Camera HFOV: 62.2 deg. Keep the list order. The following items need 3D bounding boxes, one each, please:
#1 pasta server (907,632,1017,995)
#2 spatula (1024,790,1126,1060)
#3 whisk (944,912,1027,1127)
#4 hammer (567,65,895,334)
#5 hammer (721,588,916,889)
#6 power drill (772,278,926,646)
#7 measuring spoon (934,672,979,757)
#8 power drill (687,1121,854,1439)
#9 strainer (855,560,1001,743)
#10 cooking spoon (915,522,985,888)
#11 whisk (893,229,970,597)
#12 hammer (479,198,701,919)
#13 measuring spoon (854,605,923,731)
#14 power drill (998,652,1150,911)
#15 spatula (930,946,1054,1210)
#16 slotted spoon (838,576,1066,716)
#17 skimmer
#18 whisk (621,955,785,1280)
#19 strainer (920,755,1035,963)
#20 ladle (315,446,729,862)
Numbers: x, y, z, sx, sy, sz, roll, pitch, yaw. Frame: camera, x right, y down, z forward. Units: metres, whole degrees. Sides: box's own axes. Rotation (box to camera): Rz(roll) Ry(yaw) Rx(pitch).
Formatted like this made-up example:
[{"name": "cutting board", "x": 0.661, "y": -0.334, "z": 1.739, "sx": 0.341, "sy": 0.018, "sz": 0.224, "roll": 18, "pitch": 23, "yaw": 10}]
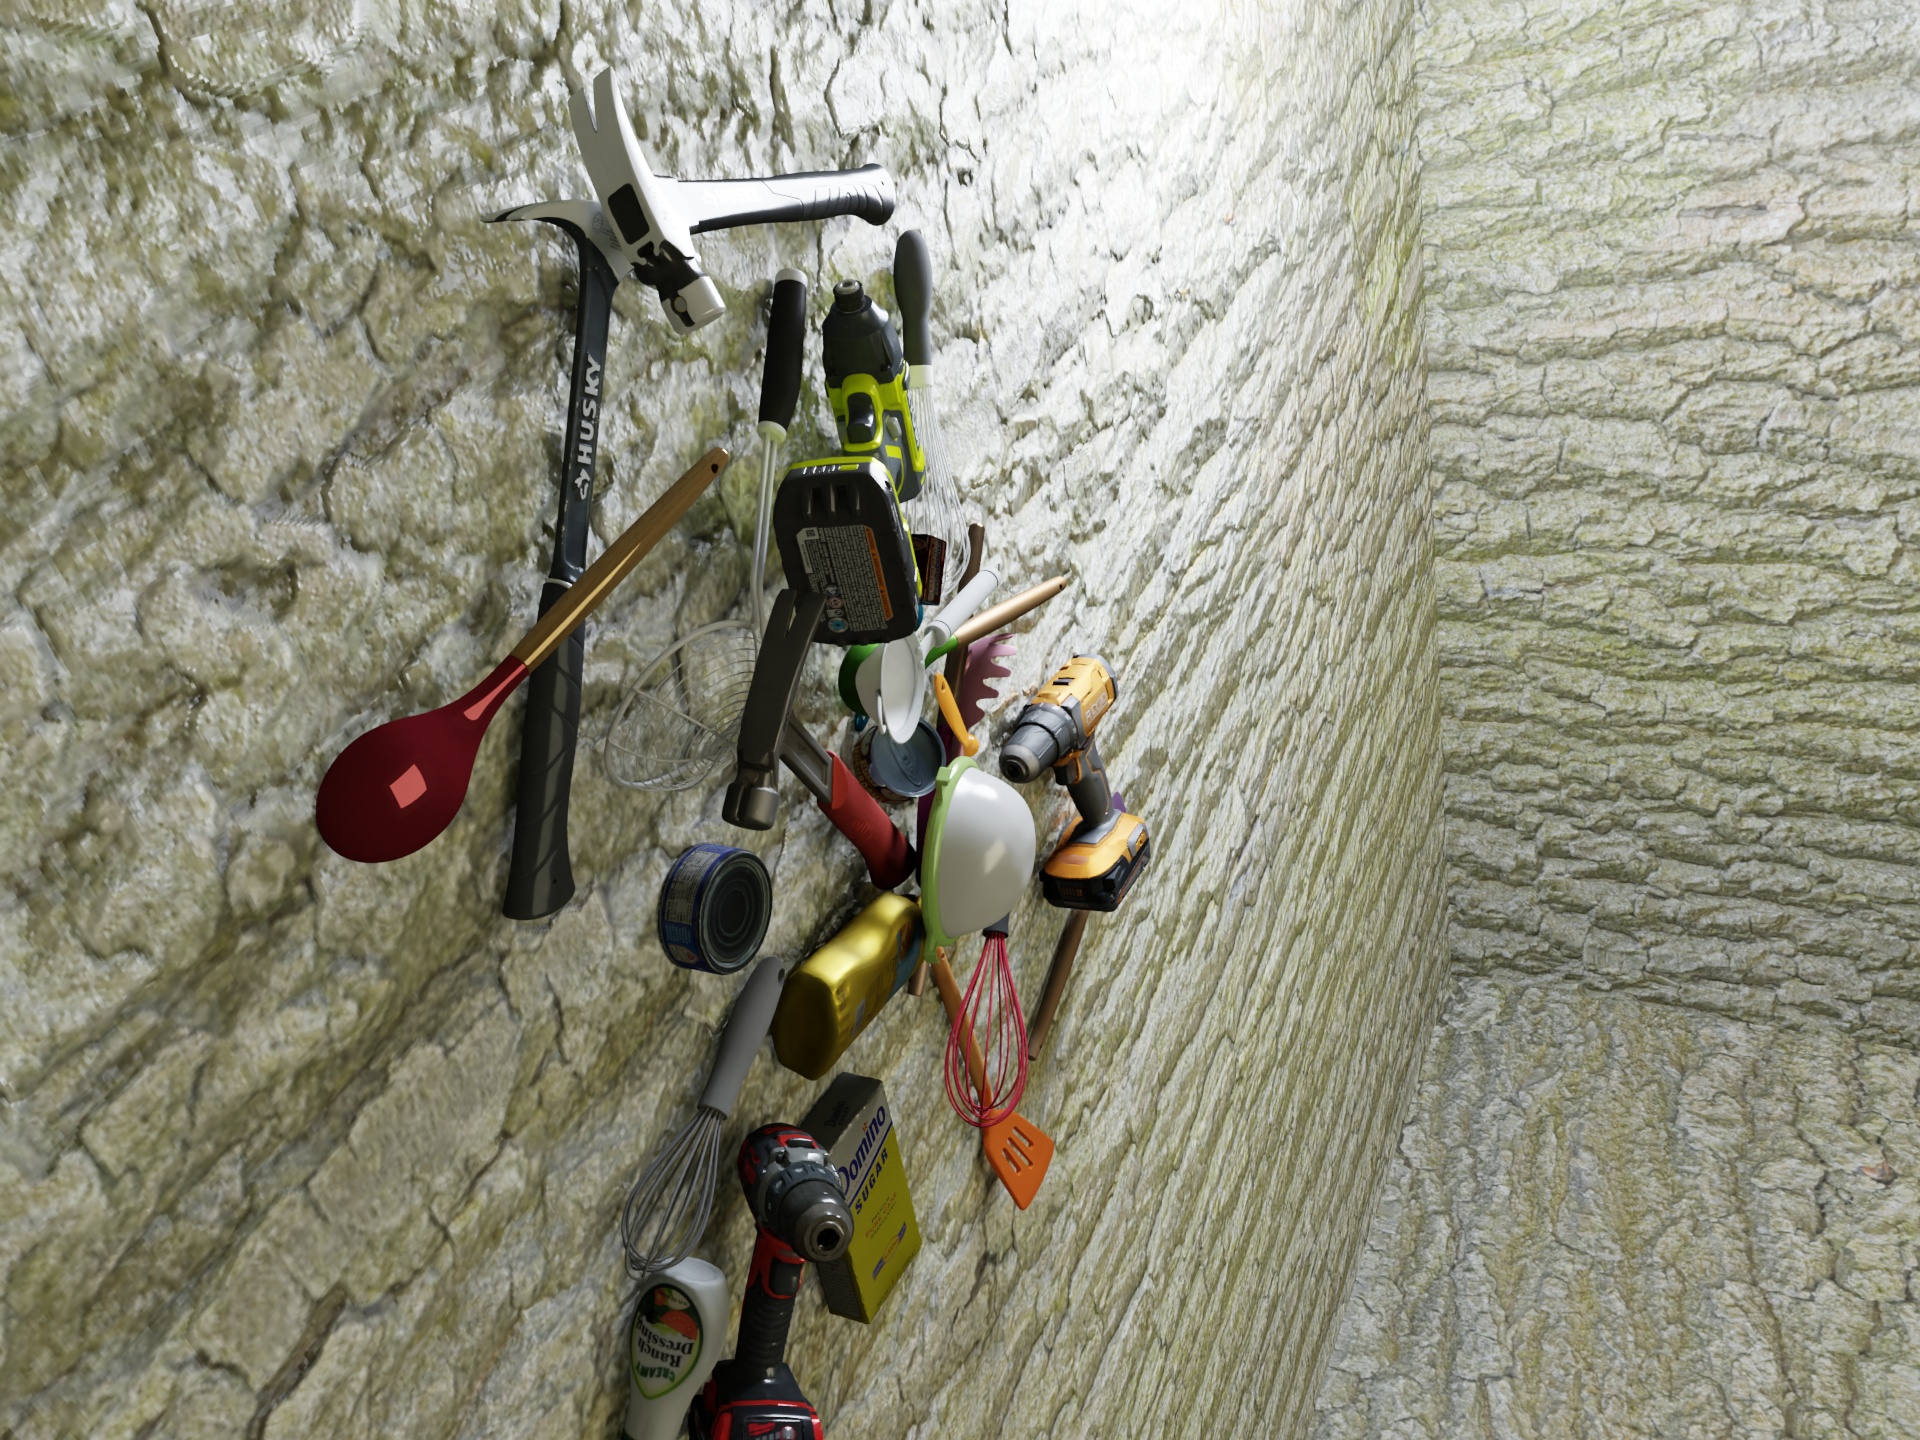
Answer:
[{"name": "pasta server", "x": -0.004, "y": 0.077, "z": 1.349, "sx": 0.060, "sy": 0.040, "sz": 0.316, "roll": 178, "pitch": -77, "yaw": -73}, {"name": "spatula", "x": 0.120, "y": 0.206, "z": 1.632, "sx": 0.316, "sy": 0.018, "sz": 0.059, "roll": -67, "pitch": 147, "yaw": -32}, {"name": "whisk", "x": 0.028, "y": 0.205, "z": 1.381, "sx": 0.073, "sy": 0.073, "sz": 0.296, "roll": 50, "pitch": 39, "yaw": -54}, {"name": "hammer", "x": -0.123, "y": -0.336, "z": 1.010, "sx": 0.146, "sy": 0.035, "sz": 0.335, "roll": 62, "pitch": 29, "yaw": -8}, {"name": "hammer", "x": -0.081, "y": 0.043, "z": 1.103, "sx": 0.358, "sy": 0.037, "sz": 0.149, "roll": 60, "pitch": 41, "yaw": -69}, {"name": "power drill", "x": -0.068, "y": -0.173, "z": 1.067, "sx": 0.171, "sy": 0.080, "sz": 0.223, "roll": 78, "pitch": 10, "yaw": -45}, {"name": "measuring spoon", "x": -0.002, "y": -0.004, "z": 1.280, "sx": 0.116, "sy": 0.011, "sz": 0.021, "roll": 65, "pitch": 33, "yaw": -55}, {"name": "power drill", "x": -0.119, "y": 0.396, "z": 1.060, "sx": 0.188, "sy": 0.080, "sz": 0.227, "roll": -179, "pitch": -82, "yaw": -73}, {"name": "strainer", "x": -0.023, "y": -0.060, "z": 1.193, "sx": 0.258, "sy": 0.050, "sz": 0.086, "roll": -50, "pitch": 139, "yaw": -50}, {"name": "cooking spoon", "x": -0.008, "y": -0.018, "z": 1.309, "sx": 0.068, "sy": 0.017, "sz": 0.319, "roll": 66, "pitch": 31, "yaw": -68}, {"name": "whisk", "x": -0.030, "y": -0.231, "z": 1.223, "sx": 0.070, "sy": 0.070, "sz": 0.284, "roll": -16, "pitch": 105, "yaw": -61}, {"name": "hammer", "x": -0.224, "y": -0.091, "z": 0.900, "sx": 0.149, "sy": 0.036, "sz": 0.409, "roll": 5, "pitch": 91, "yaw": -61}, {"name": "measuring spoon", "x": -0.054, "y": -0.047, "z": 1.245, "sx": 0.042, "sy": 0.021, "sz": 0.129, "roll": 53, "pitch": 49, "yaw": -52}, {"name": "power drill", "x": 0.106, "y": 0.073, "z": 1.517, "sx": 0.185, "sy": 0.084, "sz": 0.226, "roll": -45, "pitch": 129, "yaw": -50}, {"name": "spatula", "x": 0.022, "y": 0.316, "z": 1.444, "sx": 0.081, "sy": 0.041, "sz": 0.322, "roll": -56, "pitch": 141, "yaw": -41}, {"name": "slotted spoon", "x": 0.006, "y": -0.074, "z": 1.296, "sx": 0.314, "sy": 0.031, "sz": 0.070, "roll": -31, "pitch": 123, "yaw": -51}, {"name": "skimmer", "x": -0.156, "y": -0.131, "z": 1.025, "sx": 0.127, "sy": 0.090, "sz": 0.363, "roll": 58, "pitch": 34, "yaw": -67}, {"name": "whisk", "x": -0.168, "y": 0.261, "z": 1.070, "sx": 0.055, "sy": 0.055, "sz": 0.239, "roll": 65, "pitch": 36, "yaw": -45}, {"name": "strainer", "x": 0.036, "y": 0.101, "z": 1.295, "sx": 0.256, "sy": 0.069, "sz": 0.151, "roll": -19, "pitch": 114, "yaw": -72}, {"name": "ladle", "x": -0.221, "y": -0.047, "z": 0.858, "sx": 0.315, "sy": 0.031, "sz": 0.069, "roll": -53, "pitch": 130, "yaw": -29}]
